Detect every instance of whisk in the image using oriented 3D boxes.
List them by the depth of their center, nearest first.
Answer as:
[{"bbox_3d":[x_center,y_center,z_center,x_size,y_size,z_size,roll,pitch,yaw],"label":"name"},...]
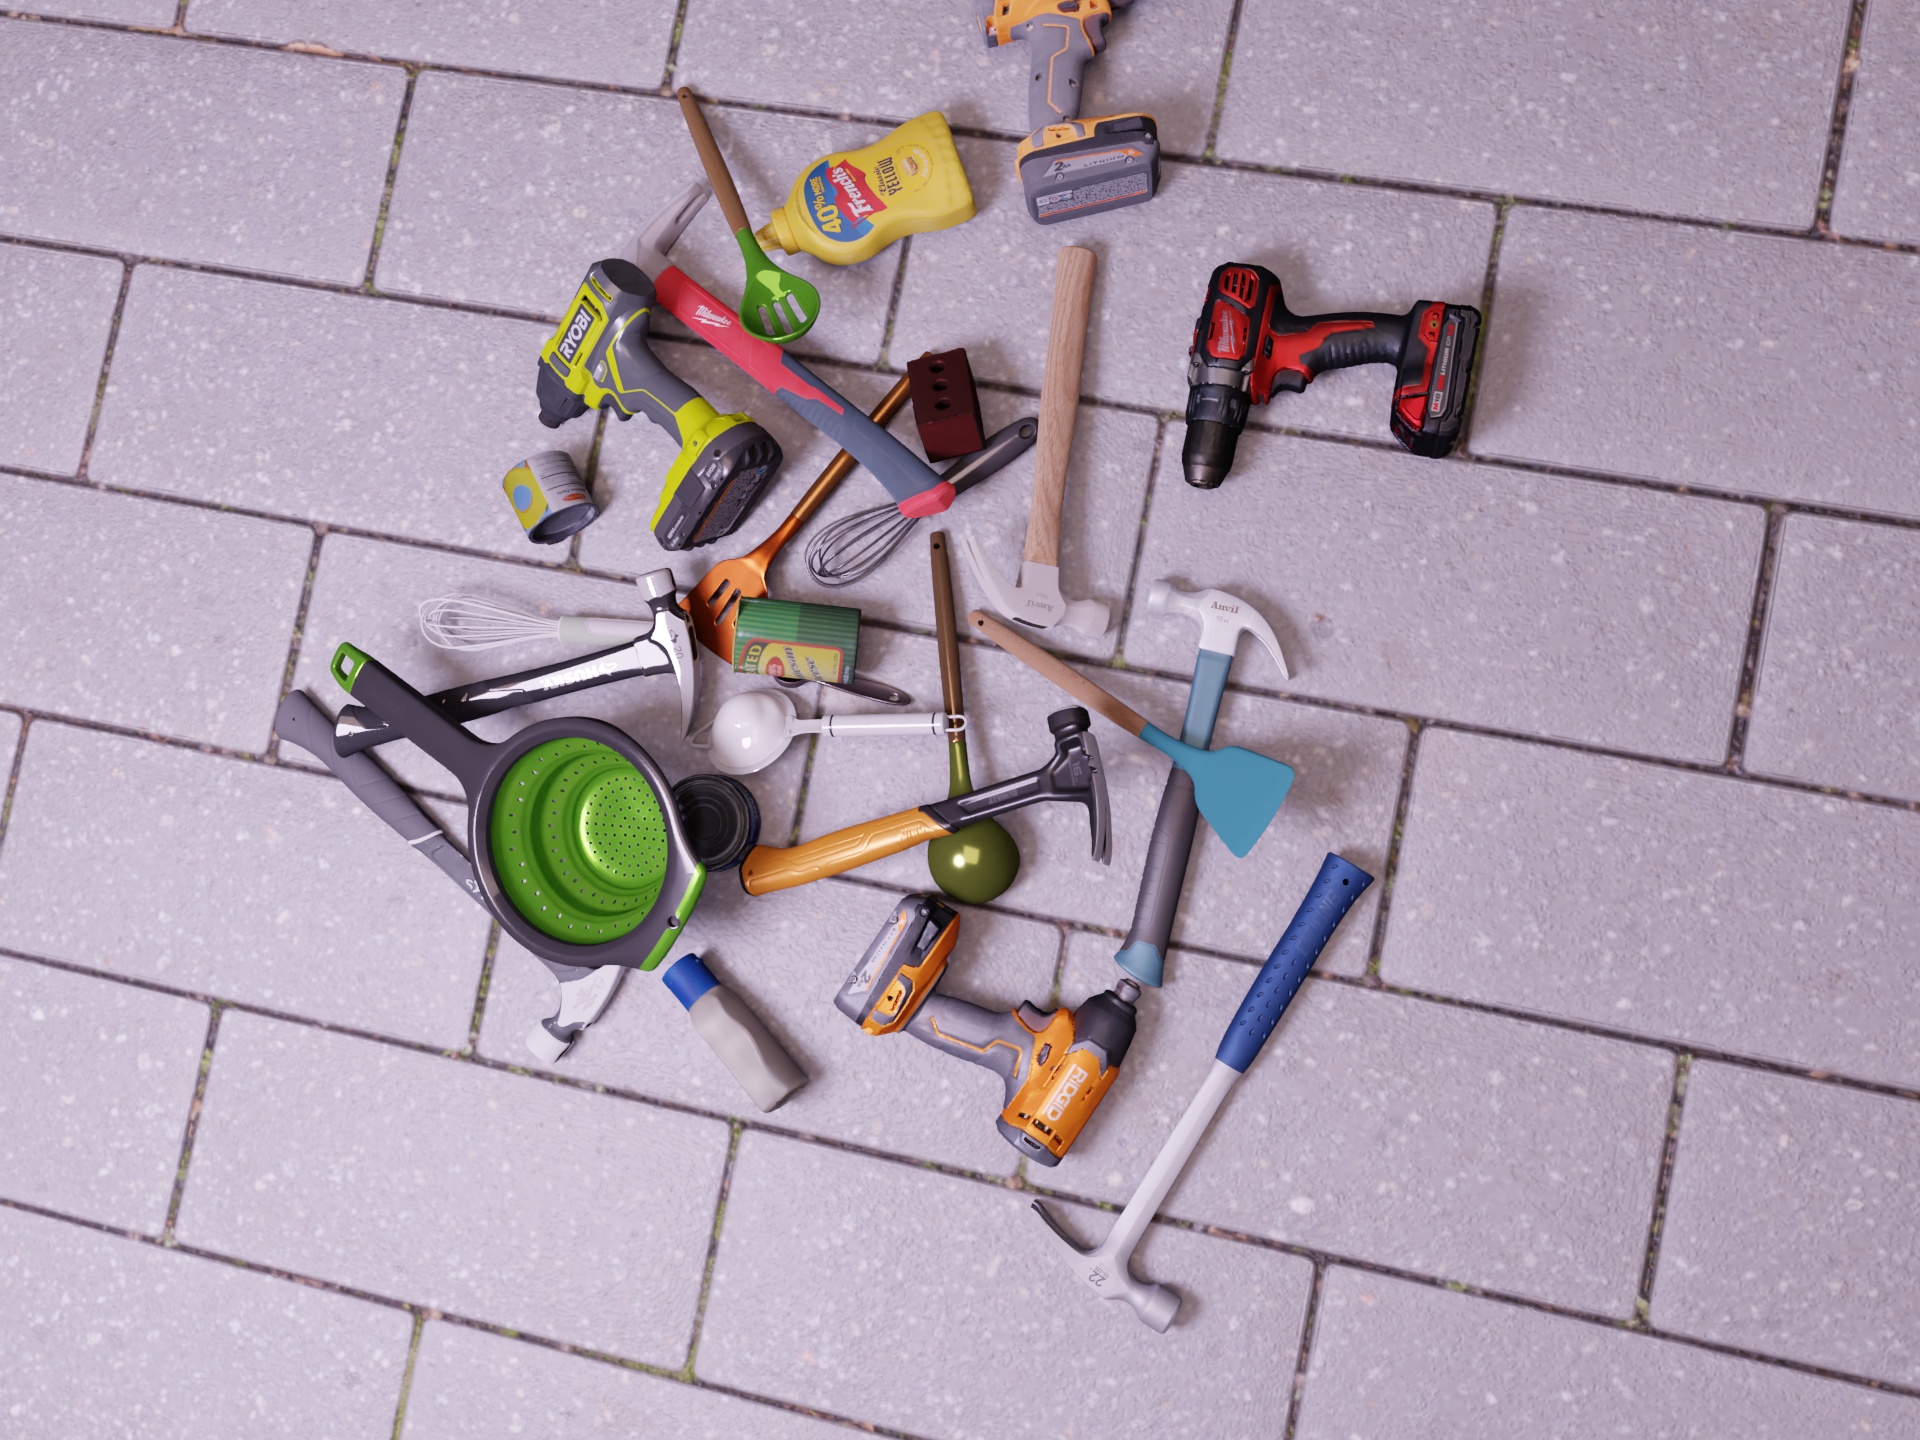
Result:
[{"bbox_3d":[-0.031,-0.191,1.366,0.239,0.055,0.055,-34,82,0],"label":"whisk"},{"bbox_3d":[-0.359,-0.082,1.405,0.246,0.059,0.058,4,56,5],"label":"whisk"}]

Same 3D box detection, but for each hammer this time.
[{"bbox_3d":[0.208,0.287,1.295,0.144,0.035,0.405,31,90,9],"label":"hammer"},{"bbox_3d":[-0.037,0.095,1.300,0.337,0.034,0.127,-18,70,23],"label":"hammer"},{"bbox_3d":[0.184,0.055,1.319,0.128,0.033,0.331,13,88,10],"label":"hammer"},{"bbox_3d":[0.078,-0.242,1.343,0.130,0.031,0.331,10,81,-20],"label":"hammer"},{"bbox_3d":[-0.145,-0.311,1.372,0.386,0.038,0.143,40,91,17],"label":"hammer"},{"bbox_3d":[-0.387,-0.020,1.383,0.335,0.035,0.146,-14,102,6],"label":"hammer"},{"bbox_3d":[-0.457,0.113,1.409,0.409,0.036,0.149,41,91,10],"label":"hammer"}]

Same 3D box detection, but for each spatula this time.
[{"bbox_3d":[0.127,-0.008,1.300,0.318,0.044,0.082,35,103,21],"label":"spatula"},{"bbox_3d":[-0.126,-0.193,1.391,0.081,0.041,0.322,39,88,8],"label":"spatula"}]

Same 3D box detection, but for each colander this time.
[{"bbox_3d":[-0.364,0.050,1.345,0.397,0.094,0.204,35,105,14],"label":"colander"}]

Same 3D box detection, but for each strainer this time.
[{"bbox_3d":[-0.118,0.003,1.344,0.258,0.050,0.087,-1,59,16],"label":"strainer"}]

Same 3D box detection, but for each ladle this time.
[{"bbox_3d":[-0.002,-0.004,1.353,0.078,0.062,0.320,-8,77,13],"label":"ladle"}]

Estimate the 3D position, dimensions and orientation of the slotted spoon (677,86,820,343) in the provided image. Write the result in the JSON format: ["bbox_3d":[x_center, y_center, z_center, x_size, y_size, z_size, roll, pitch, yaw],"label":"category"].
[{"bbox_3d":[-0.194,-0.440,1.380,0.070,0.031,0.314,-23,66,-2],"label":"slotted spoon"}]

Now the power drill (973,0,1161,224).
[{"bbox_3d":[0.117,-0.556,1.357,0.185,0.084,0.226,-12,79,6],"label":"power drill"}]

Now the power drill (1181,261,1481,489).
[{"bbox_3d":[0.296,-0.270,1.308,0.227,0.080,0.188,11,87,12],"label":"power drill"}]

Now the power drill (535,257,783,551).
[{"bbox_3d":[-0.271,-0.260,1.373,0.223,0.080,0.171,48,126,10],"label":"power drill"}]

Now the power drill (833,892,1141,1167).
[{"bbox_3d":[0.029,0.236,1.306,0.226,0.084,0.164,34,90,5],"label":"power drill"}]

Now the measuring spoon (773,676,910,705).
[{"bbox_3d":[-0.104,-0.028,1.377,0.124,0.018,0.034,15,46,4],"label":"measuring spoon"}]
